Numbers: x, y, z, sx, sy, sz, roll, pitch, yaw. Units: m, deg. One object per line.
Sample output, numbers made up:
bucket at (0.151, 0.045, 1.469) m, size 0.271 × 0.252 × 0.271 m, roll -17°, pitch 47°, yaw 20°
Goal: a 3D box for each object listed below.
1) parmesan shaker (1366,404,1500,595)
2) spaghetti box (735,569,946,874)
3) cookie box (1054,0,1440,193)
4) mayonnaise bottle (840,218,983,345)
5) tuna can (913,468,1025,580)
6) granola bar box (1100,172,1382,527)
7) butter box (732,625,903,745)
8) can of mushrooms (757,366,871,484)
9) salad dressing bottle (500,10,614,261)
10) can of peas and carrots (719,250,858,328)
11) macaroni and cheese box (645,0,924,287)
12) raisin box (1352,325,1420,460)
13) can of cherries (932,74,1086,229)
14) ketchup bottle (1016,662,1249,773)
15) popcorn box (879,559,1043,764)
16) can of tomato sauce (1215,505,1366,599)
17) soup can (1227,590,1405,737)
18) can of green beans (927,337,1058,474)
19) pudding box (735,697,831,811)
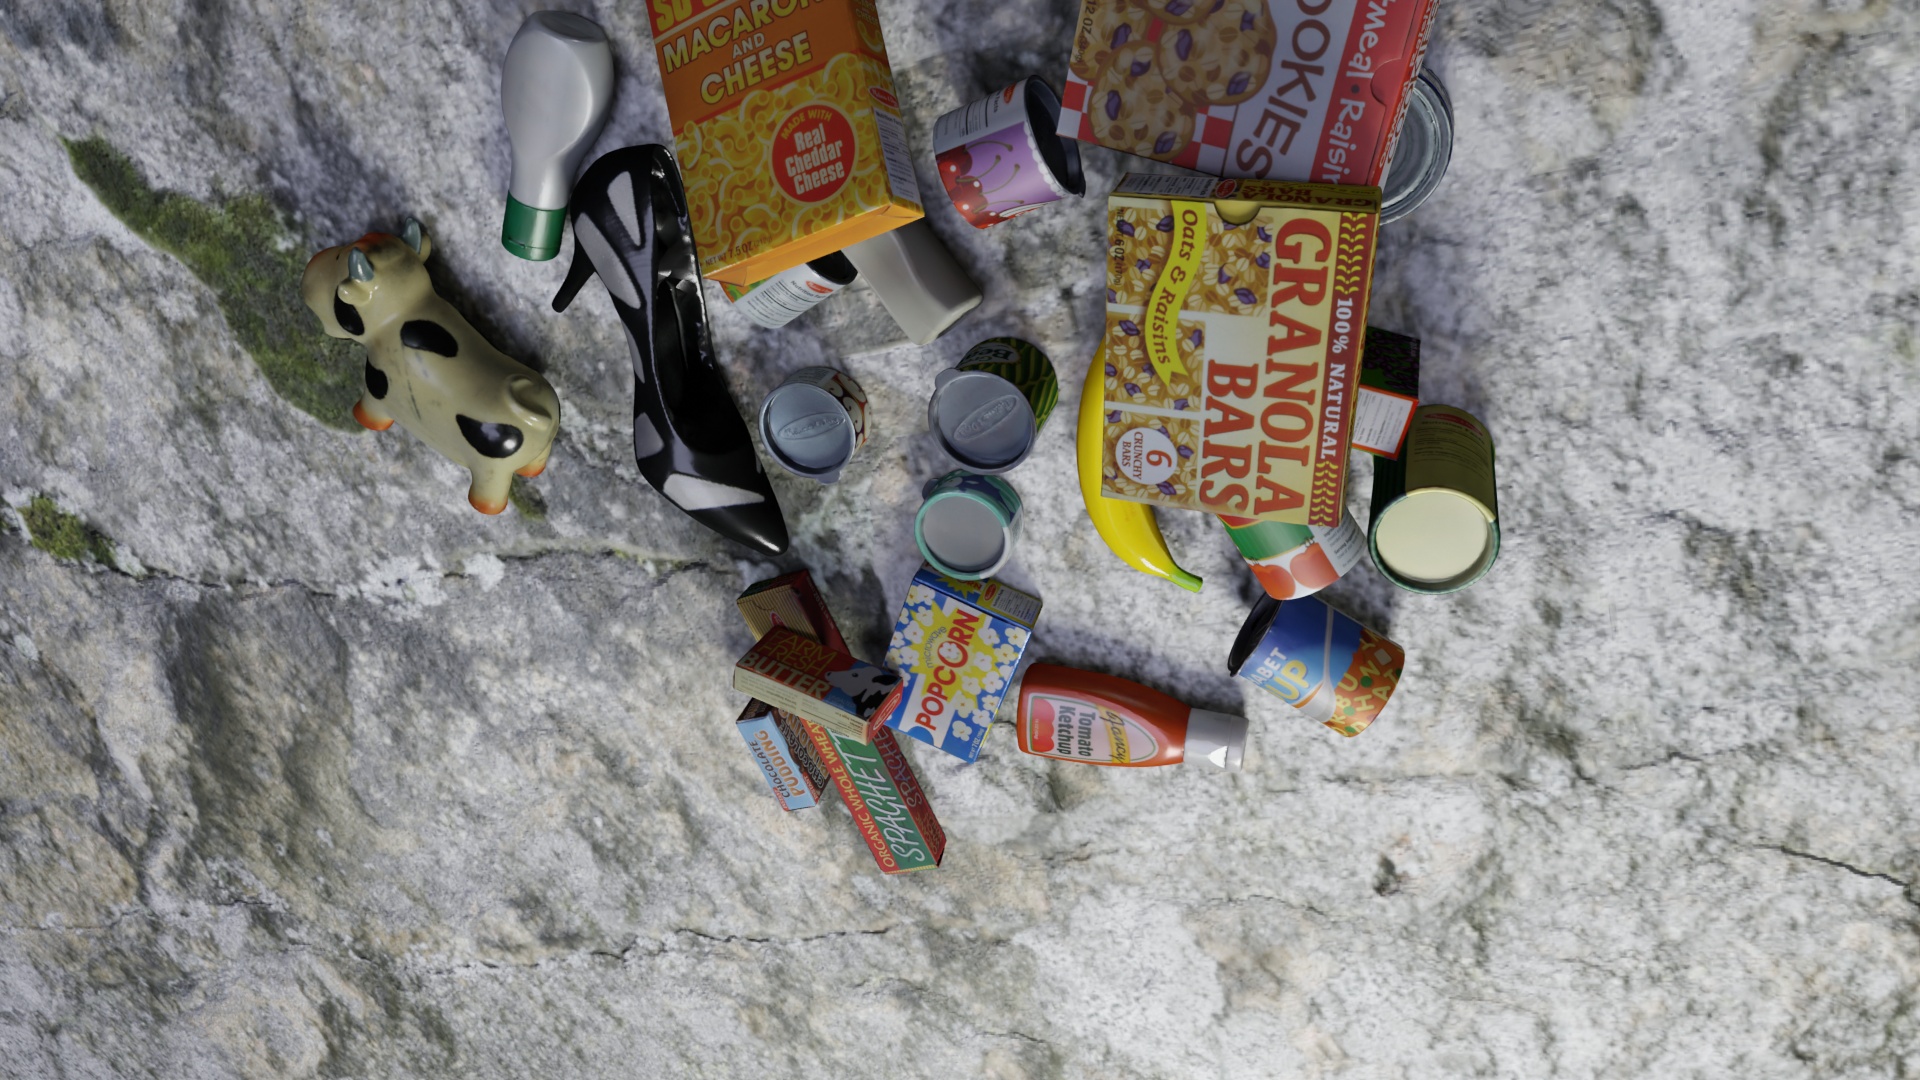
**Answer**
parmesan shaker at (0.252, -0.024, 0.751) m, size 0.071 × 0.103 × 0.071 m, roll 9°, pitch 121°, yaw 15°
spaghetti box at (-0.082, 0.136, 1.001) m, size 0.050 × 0.029 × 0.249 m, roll -15°, pitch 112°, yaw 26°
cookie box at (0.138, -0.241, 0.678) m, size 0.167 × 0.040 × 0.122 m, roll 23°, pitch 118°, yaw 24°
mayonnaise bottle at (-0.051, -0.181, 0.795) m, size 0.041 × 0.065 × 0.148 m, roll -39°, pitch 91°, yaw 30°
tuna can at (0.003, -0.011, 0.887) m, size 0.071 × 0.033 × 0.070 m, roll 8°, pitch 120°, yaw 14°
granola bar box at (0.135, -0.092, 0.687) m, size 0.124 × 0.039 × 0.164 m, roll 8°, pitch 121°, yaw 17°
butter box at (-0.095, 0.095, 0.926) m, size 0.103 × 0.053 × 0.024 m, roll 20°, pitch 125°, yaw 16°
can of mushrooms at (-0.092, -0.073, 0.885) m, size 0.071 × 0.034 × 0.070 m, roll 8°, pitch 120°, yaw 14°
salad dressing bottle at (-0.250, -0.242, 0.841) m, size 0.064 × 0.044 × 0.146 m, roll 25°, pitch 124°, yaw 2°
can of peas and carrots at (-0.104, -0.169, 0.818) m, size 0.058 × 0.071 × 0.071 m, roll -27°, pitch 107°, yaw 30°
macaroni and cheese box at (-0.097, -0.237, 0.749) m, size 0.123 × 0.040 × 0.166 m, roll -15°, pitch 84°, yaw 25°
raisin box at (0.181, -0.093, 0.748) m, size 0.123 × 0.086 × 0.039 m, roll 16°, pitch 124°, yaw 10°
can of cherries at (0.027, -0.206, 0.750) m, size 0.058 × 0.072 × 0.071 m, roll -16°, pitch 112°, yaw 26°
ketchup bottle at (0.113, 0.122, 0.917) m, size 0.149 × 0.044 × 0.064 m, roll 8°, pitch 120°, yaw 14°
popcorn box at (-0.005, 0.080, 0.938) m, size 0.085 × 0.038 × 0.126 m, roll 23°, pitch 123°, yaw 5°
can of tomato sauce at (0.183, -0.017, 0.802) m, size 0.071 × 0.071 × 0.083 m, roll -27°, pitch 107°, yaw 30°
soup can at (0.213, 0.073, 0.838) m, size 0.084 × 0.072 × 0.071 m, roll 31°, pitch 123°, yaw 1°
can of green beans at (0.021, -0.081, 0.827) m, size 0.071 × 0.058 × 0.071 m, roll 9°, pitch 121°, yaw 15°
pudding box at (-0.127, 0.149, 1.011) m, size 0.030 × 0.050 × 0.083 m, roll -14°, pitch 112°, yaw 24°
